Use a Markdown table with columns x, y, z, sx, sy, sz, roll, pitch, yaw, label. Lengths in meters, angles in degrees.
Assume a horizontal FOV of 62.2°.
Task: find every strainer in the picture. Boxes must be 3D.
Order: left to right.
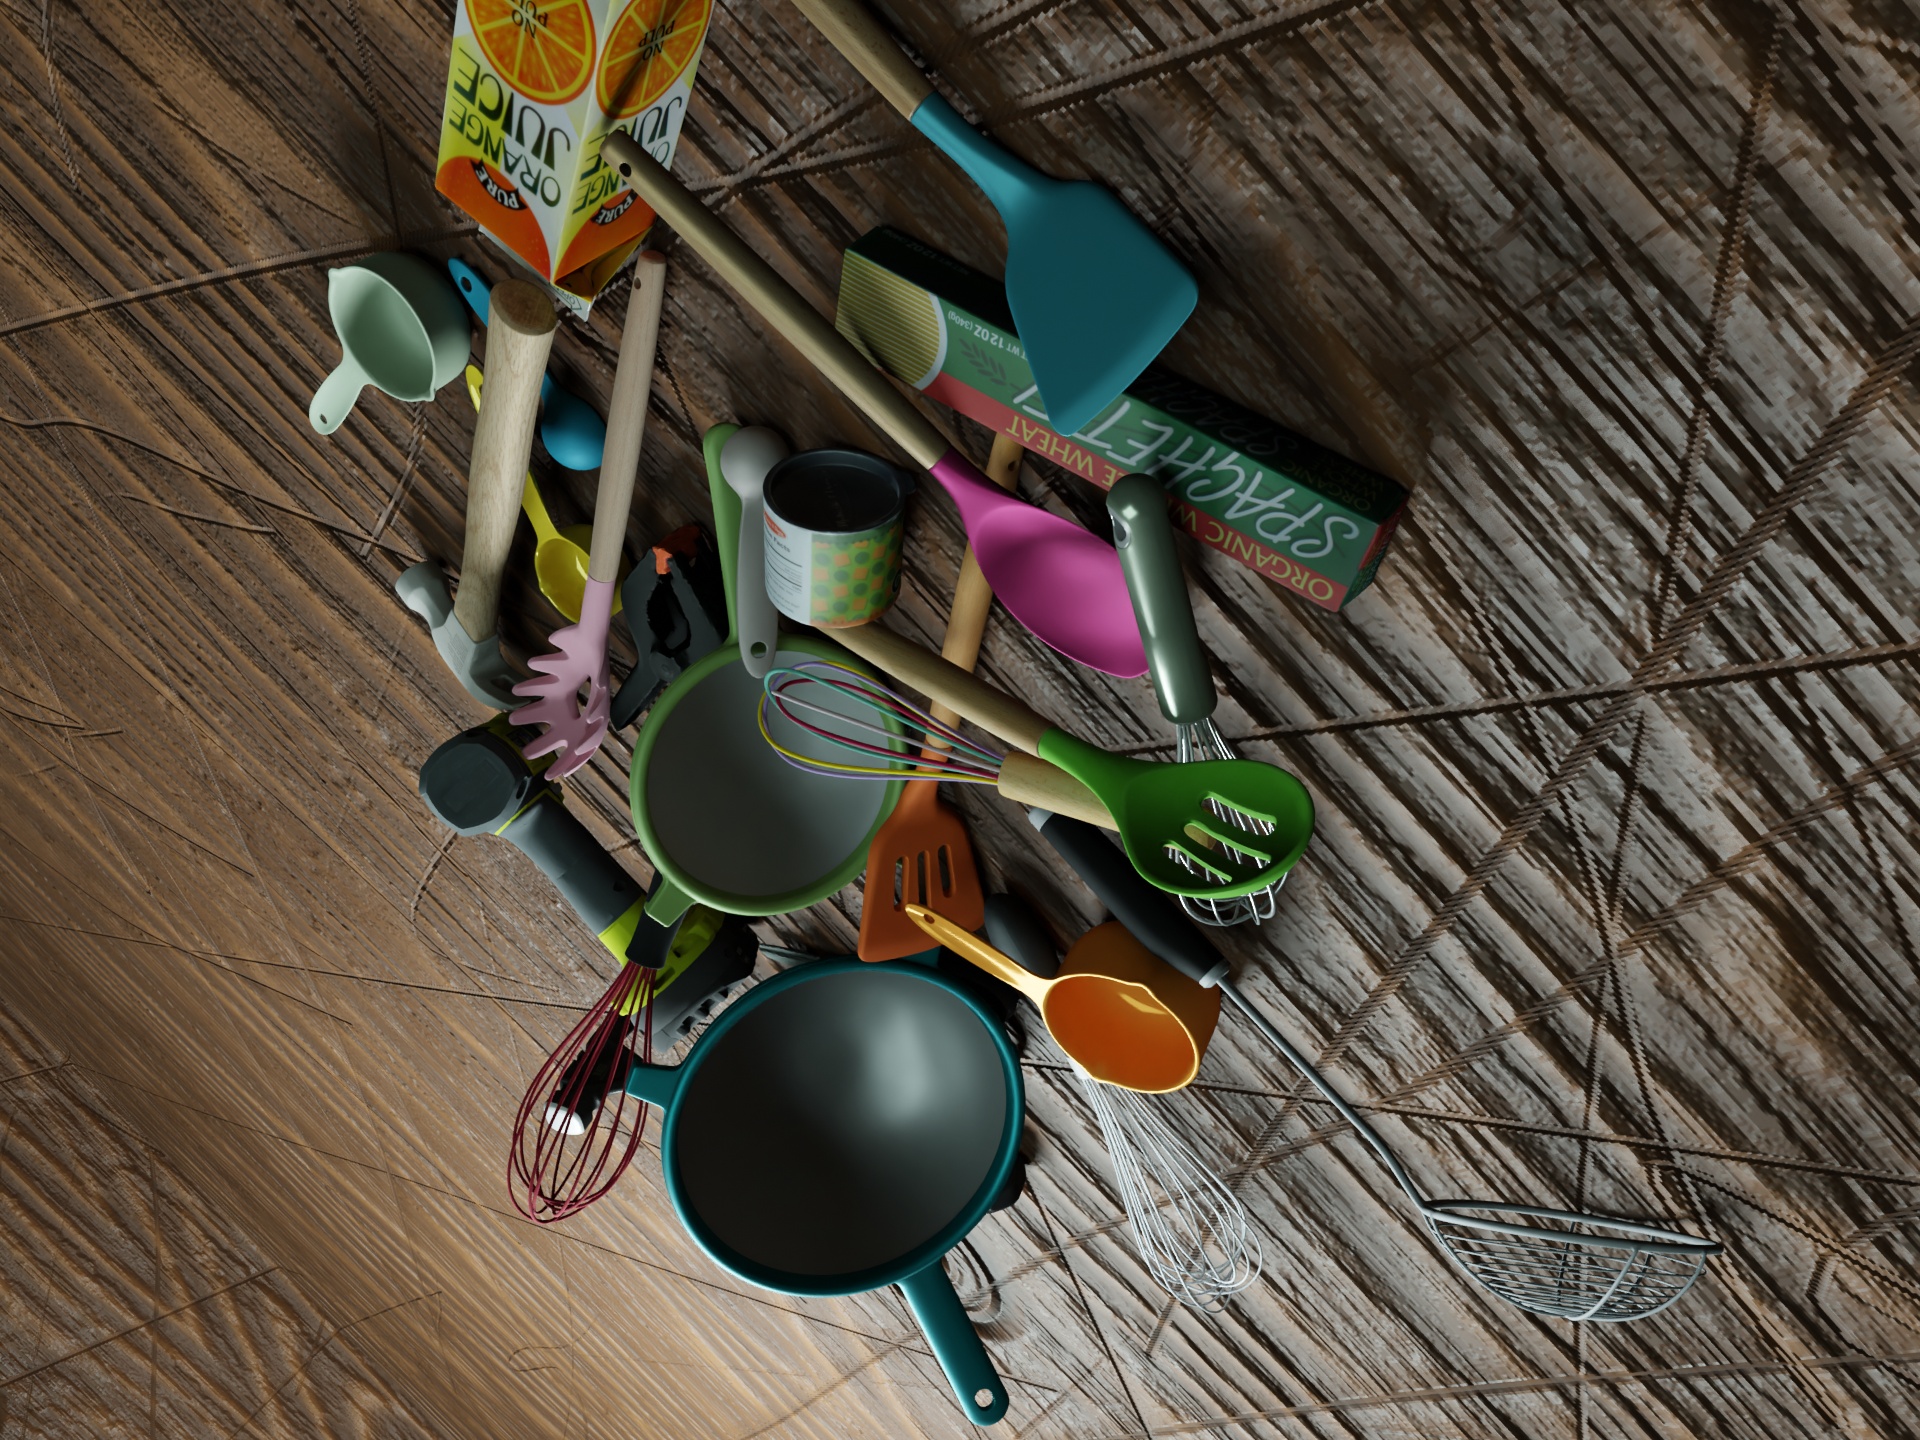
| x | y | z | sx | sy | sz | roll | pitch | yaw | label |
| --- | --- | --- | --- | --- | --- | --- | --- | --- | --- |
| -0.113 | -0.027 | 0.831 | 0.069 | 0.151 | 0.256 | -154 | 55 | -62 | strainer |
| -0.051 | 0.277 | 0.960 | 0.340 | 0.211 | 0.095 | 67 | 170 | -21 | strainer |

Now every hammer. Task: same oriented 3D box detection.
| x | y | z | sx | sy | sz | roll | pitch | yaw | label |
| --- | --- | --- | --- | --- | --- | --- | --- | --- | --- |
| -0.255 | -0.112 | 0.869 | 0.130 | 0.031 | 0.331 | 52 | 146 | 12 | hammer |
| -0.113 | 0.267 | 1.093 | 0.337 | 0.127 | 0.034 | 10 | 129 | 21 | hammer |

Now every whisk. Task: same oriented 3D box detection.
| x | y | z | sx | sy | sz | roll | pitch | yaw | label |
| --- | --- | --- | --- | --- | --- | --- | --- | --- | --- |
| -0.186 | 0.153 | 0.901 | 0.073 | 0.073 | 0.296 | 25 | 97 | 21 | whisk |
| 0.005 | 0.014 | 0.730 | 0.245 | 0.047 | 0.051 | 16 | 132 | 29 | whisk |
| 0.088 | 0.216 | 0.902 | 0.070 | 0.070 | 0.284 | -18 | 106 | 47 | whisk |
| 0.101 | 0.000 | 0.685 | 0.058 | 0.059 | 0.246 | 55 | 168 | 53 | whisk |

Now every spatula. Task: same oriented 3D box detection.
| x | y | z | sx | sy | sz | roll | pitch | yaw | label |
| --- | --- | --- | --- | --- | --- | --- | --- | --- | --- |
| -0.035 | -0.250 | 0.599 | 0.317 | 0.044 | 0.082 | 46 | 130 | -1 | spatula |
| -0.001 | -0.003 | 0.786 | 0.041 | 0.081 | 0.322 | 55 | 146 | 37 | spatula |

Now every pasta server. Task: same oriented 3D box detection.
| x | y | z | sx | sy | sz | roll | pitch | yaw | label |
| --- | --- | --- | --- | --- | --- | --- | --- | --- | --- |
| -0.190 | -0.096 | 0.830 | 0.060 | 0.040 | 0.316 | 40 | 132 | 24 | pasta server |

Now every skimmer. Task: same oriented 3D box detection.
| x | y | z | sx | sy | sz | roll | pitch | yaw | label |
| --- | --- | --- | --- | --- | --- | --- | --- | --- | --- |
| 0.186 | 0.145 | 0.761 | 0.363 | 0.090 | 0.127 | 45 | 179 | 16 | skimmer |

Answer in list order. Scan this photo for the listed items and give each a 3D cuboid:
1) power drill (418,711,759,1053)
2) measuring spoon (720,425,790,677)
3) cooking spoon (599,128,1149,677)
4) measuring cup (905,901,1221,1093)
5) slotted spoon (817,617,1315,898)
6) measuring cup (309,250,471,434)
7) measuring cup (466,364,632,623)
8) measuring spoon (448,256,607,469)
| x | y | z | sx | sy | sz | roll | pitch | yaw | label |
| --- | --- | --- | --- | --- | --- | --- | --- | --- | --- |
| -0.230 | 0.090 | 0.999 | 0.223 | 0.080 | 0.171 | 48 | 180 | -7 | power drill |
| -0.098 | -0.080 | 0.775 | 0.018 | 0.034 | 0.124 | -143 | 52 | -69 | measuring spoon |
| -0.027 | -0.130 | 0.674 | 0.318 | 0.017 | 0.068 | 42 | 137 | -12 | cooking spoon |
| 0.056 | 0.126 | 0.840 | 0.174 | 0.052 | 0.095 | 29 | 138 | 12 | measuring cup |
| 0.023 | -0.002 | 0.697 | 0.314 | 0.070 | 0.031 | 30 | 156 | 39 | slotted spoon |
| -0.324 | -0.202 | 0.886 | 0.167 | 0.038 | 0.083 | -23 | 108 | 50 | measuring cup |
| -0.229 | -0.127 | 0.885 | 0.062 | 0.029 | 0.156 | -7 | 113 | 42 | measuring cup |
| -0.233 | -0.184 | 0.836 | 0.042 | 0.021 | 0.128 | -18 | 113 | 46 | measuring spoon |
